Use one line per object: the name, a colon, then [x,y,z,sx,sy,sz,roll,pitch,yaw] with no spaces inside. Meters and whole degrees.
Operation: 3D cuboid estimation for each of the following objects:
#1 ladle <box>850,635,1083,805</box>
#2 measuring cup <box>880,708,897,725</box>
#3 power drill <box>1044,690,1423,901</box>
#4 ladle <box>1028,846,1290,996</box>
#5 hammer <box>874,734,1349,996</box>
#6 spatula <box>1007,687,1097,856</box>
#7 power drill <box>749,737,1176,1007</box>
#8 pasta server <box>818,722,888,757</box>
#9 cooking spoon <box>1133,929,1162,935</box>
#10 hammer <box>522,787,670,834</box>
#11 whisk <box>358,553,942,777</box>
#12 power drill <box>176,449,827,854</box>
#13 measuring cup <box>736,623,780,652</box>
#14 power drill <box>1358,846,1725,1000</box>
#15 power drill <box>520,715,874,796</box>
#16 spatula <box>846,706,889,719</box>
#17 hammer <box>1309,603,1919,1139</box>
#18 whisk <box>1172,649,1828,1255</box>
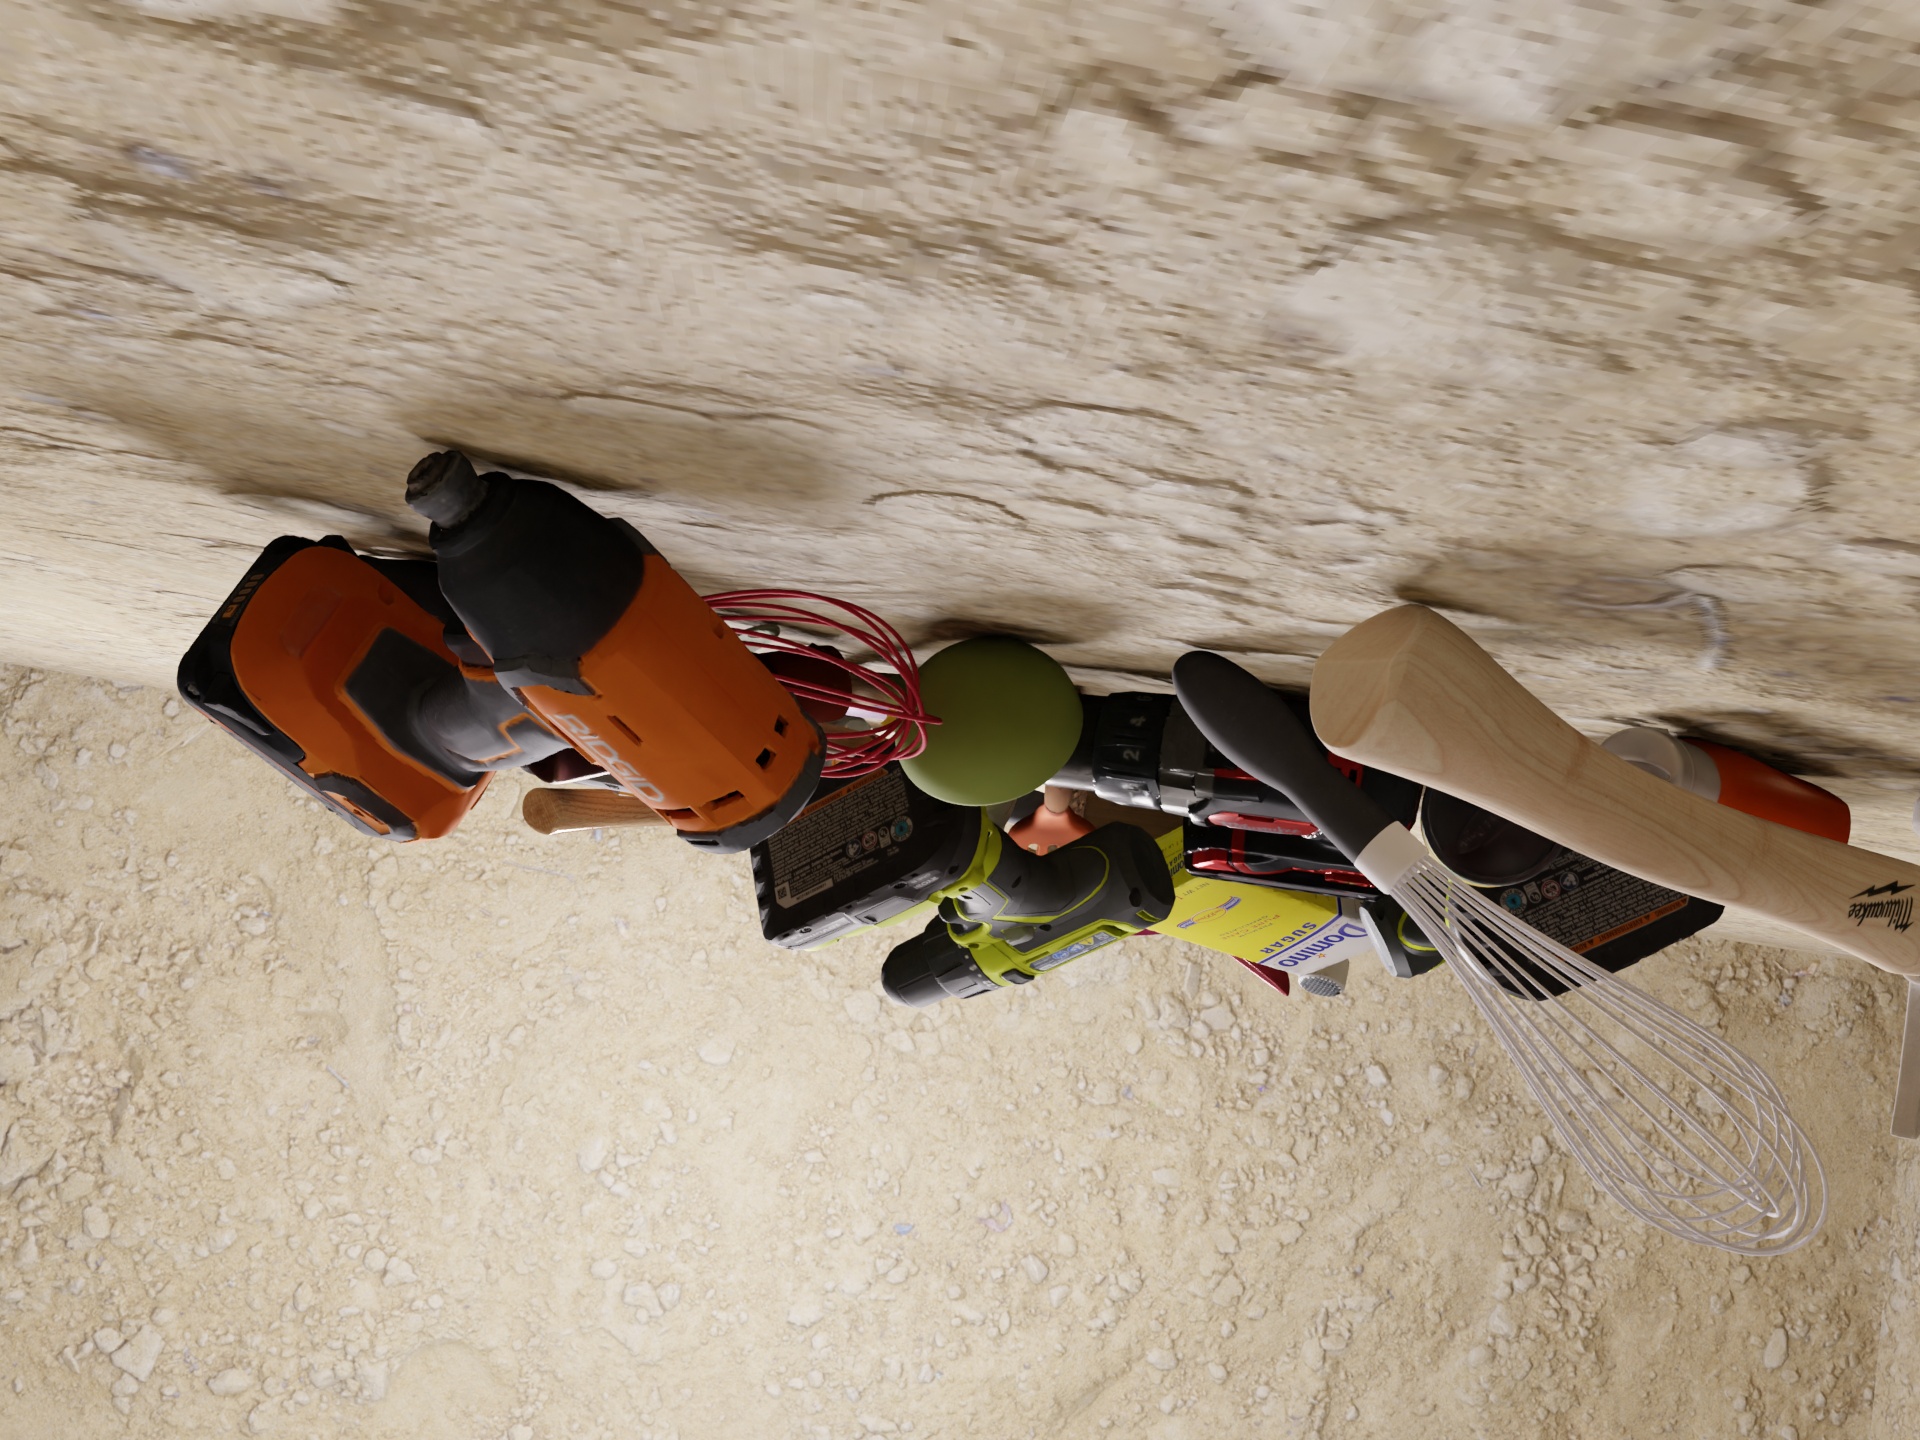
ladle: [-0.029,-0.005,0.767,0.062,0.078,0.320,55,166,-12]
measuring cup: [-0.001,-0.003,0.802,0.062,0.029,0.156,13,179,-11]
power drill: [0.130,0.031,0.774,0.188,0.080,0.226,6,171,19]
ladle: [0.098,0.124,1.171,0.315,0.031,0.069,23,171,12]
hammer: [0.111,0.081,1.224,0.409,0.149,0.036,18,151,2]
spatula: [0.058,0.049,0.928,0.081,0.041,0.322,1,161,2]
power drill: [-0.011,0.099,0.888,0.190,0.080,0.228,-28,148,24]
pasta server: [-0.165,-0.005,0.753,0.316,0.040,0.060,12,-145,-38]
cooking spoon: [0.044,0.103,1.004,0.318,0.017,0.069,19,145,-40]
hammer: [-0.169,0.059,1.109,0.130,0.031,0.331,17,-172,30]
whisk: [-0.140,-0.034,0.650,0.296,0.073,0.073,14,177,24]
power drill: [-0.175,-0.022,0.558,0.226,0.084,0.164,-2,142,39]
measuring cup: [-0.147,-0.037,0.783,0.167,0.038,0.083,-18,159,39]
power drill: [0.329,0.093,0.900,0.171,0.080,0.223,-24,174,1]
power drill: [-0.188,0.006,1.045,0.185,0.084,0.226,8,179,29]
spatula: [-0.135,-0.025,0.914,0.315,0.018,0.060,13,168,-43]
hammer: [0.268,0.056,0.563,0.410,0.146,0.038,18,169,-34]
whisk: [0.175,0.072,0.558,0.285,0.070,0.070,46,-169,24]
